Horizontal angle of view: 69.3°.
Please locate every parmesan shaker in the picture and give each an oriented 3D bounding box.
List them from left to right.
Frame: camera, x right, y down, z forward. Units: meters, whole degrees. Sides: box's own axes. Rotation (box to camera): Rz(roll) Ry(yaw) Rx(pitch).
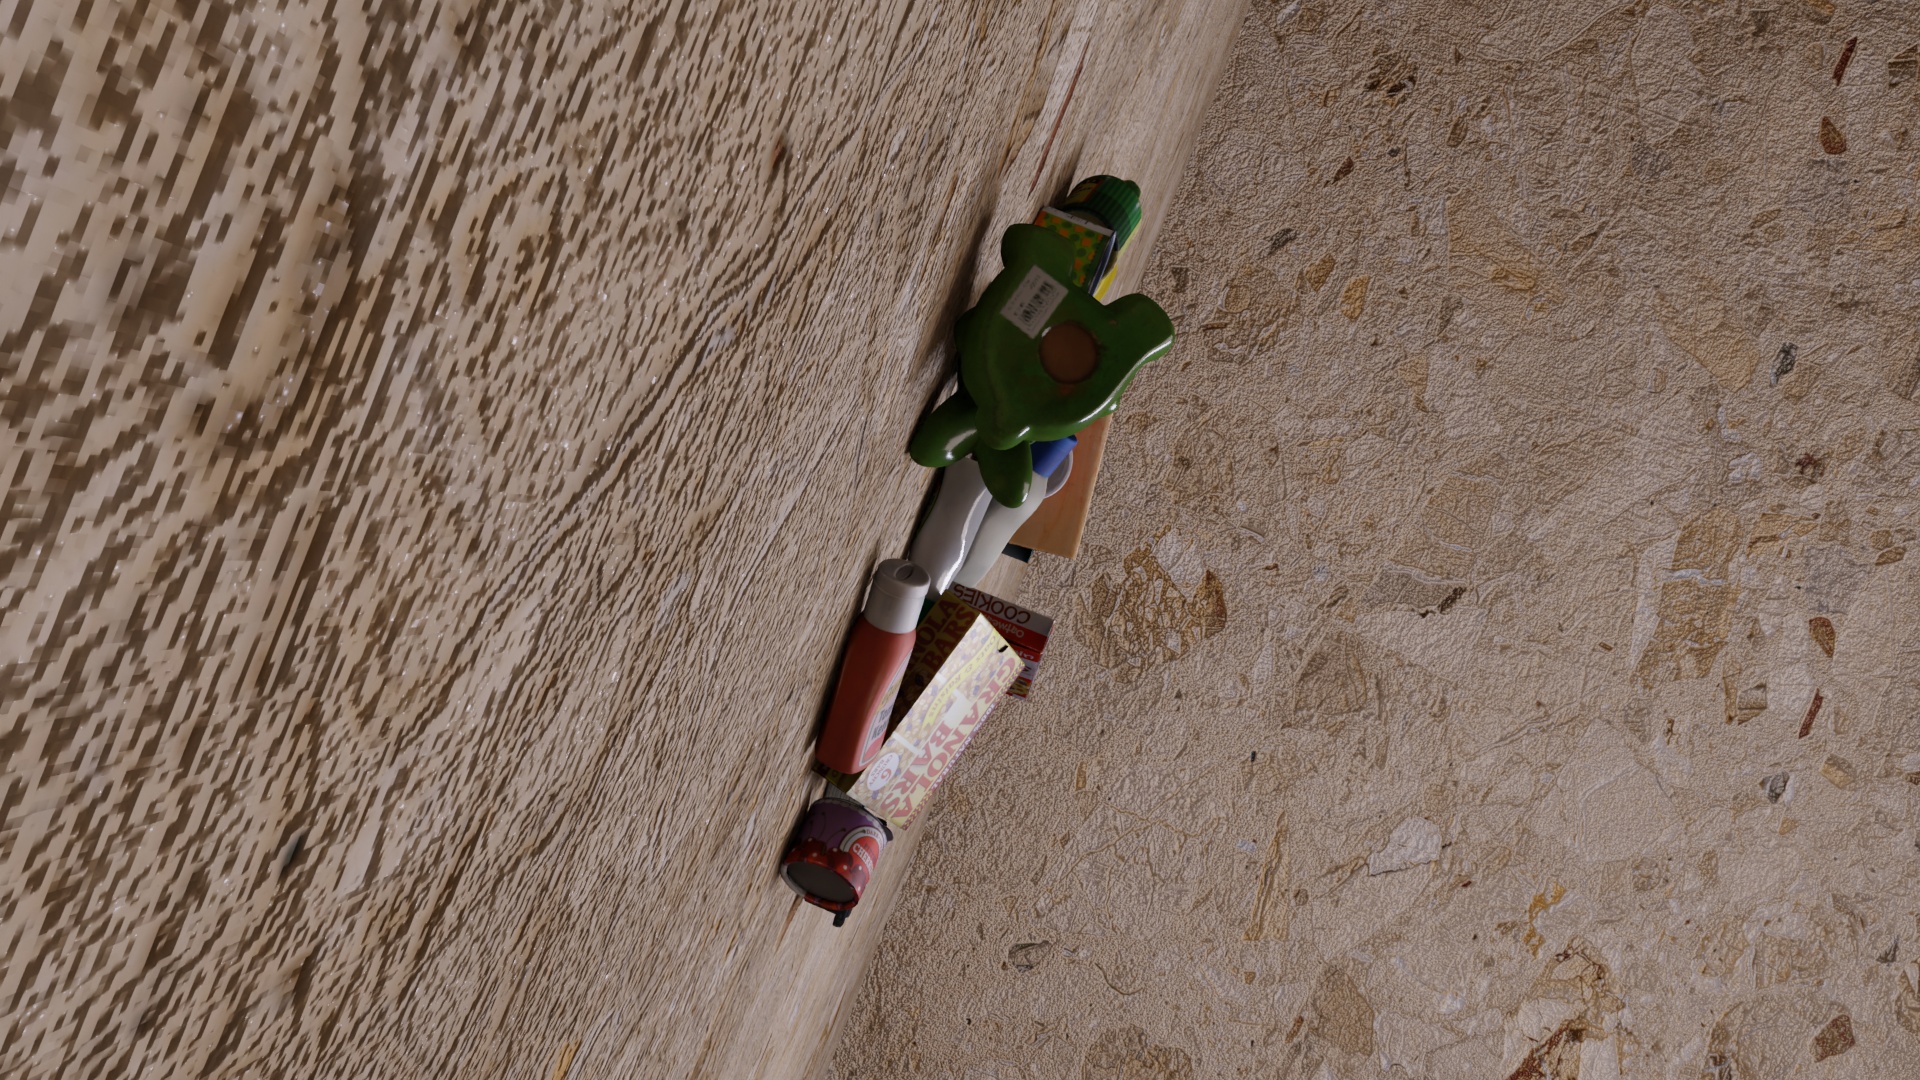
[{"bbox_3d":[0.109,-0.256,1.134,0.103,0.071,0.071,-58,169,-58],"label":"parmesan shaker"}]

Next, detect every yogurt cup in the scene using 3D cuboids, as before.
[{"bbox_3d":[0.056,-0.072,1.194,0.072,0.072,0.054,-69,-158,1],"label":"yogurt cup"}]

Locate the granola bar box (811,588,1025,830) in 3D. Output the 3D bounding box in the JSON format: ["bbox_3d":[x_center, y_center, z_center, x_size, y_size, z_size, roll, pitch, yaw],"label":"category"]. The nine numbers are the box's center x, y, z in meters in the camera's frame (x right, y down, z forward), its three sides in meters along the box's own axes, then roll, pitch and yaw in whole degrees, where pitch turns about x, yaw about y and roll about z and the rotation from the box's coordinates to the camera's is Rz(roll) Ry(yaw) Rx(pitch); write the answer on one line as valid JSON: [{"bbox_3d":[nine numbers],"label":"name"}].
[{"bbox_3d":[-0.027,0.133,1.061,0.166,0.039,0.124,-53,151,-9],"label":"granola bar box"}]

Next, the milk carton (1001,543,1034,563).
[{"bbox_3d":[0.068,-0.049,1.515,0.191,0.073,0.072,-57,167,-67],"label":"milk carton"}]

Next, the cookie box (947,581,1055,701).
[{"bbox_3d":[0.021,0.098,1.360,0.166,0.123,0.040,99,13,-68],"label":"cookie box"}]

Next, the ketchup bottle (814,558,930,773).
[{"bbox_3d":[-0.059,0.083,0.943,0.065,0.043,0.148,-51,162,-64],"label":"ketchup bottle"}]

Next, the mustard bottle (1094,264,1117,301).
[{"bbox_3d":[0.131,-0.272,1.391,0.161,0.049,0.065,-52,163,-74],"label":"mustard bottle"}]

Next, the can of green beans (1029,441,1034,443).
[{"bbox_3d":[0.037,-0.110,1.008,0.071,0.071,0.058,100,13,-64],"label":"can of green beans"}]

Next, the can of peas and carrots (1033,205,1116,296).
[{"bbox_3d":[0.079,-0.213,1.061,0.071,0.059,0.071,18,94,-84],"label":"can of peas and carrots"}]

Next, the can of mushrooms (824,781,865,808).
[{"bbox_3d":[-0.085,0.193,1.161,0.071,0.033,0.071,18,94,-84],"label":"can of mushrooms"}]

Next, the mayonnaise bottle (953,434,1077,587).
[{"bbox_3d":[0.034,-0.034,1.107,0.147,0.041,0.065,-50,-141,18],"label":"mayonnaise bottle"}]

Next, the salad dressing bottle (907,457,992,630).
[{"bbox_3d":[-0.018,0.009,1.061,0.064,0.044,0.147,88,26,-85],"label":"salad dressing bottle"}]

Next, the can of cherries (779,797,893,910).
[{"bbox_3d":[-0.094,0.239,1.056,0.071,0.071,0.059,106,9,-47],"label":"can of cherries"}]
